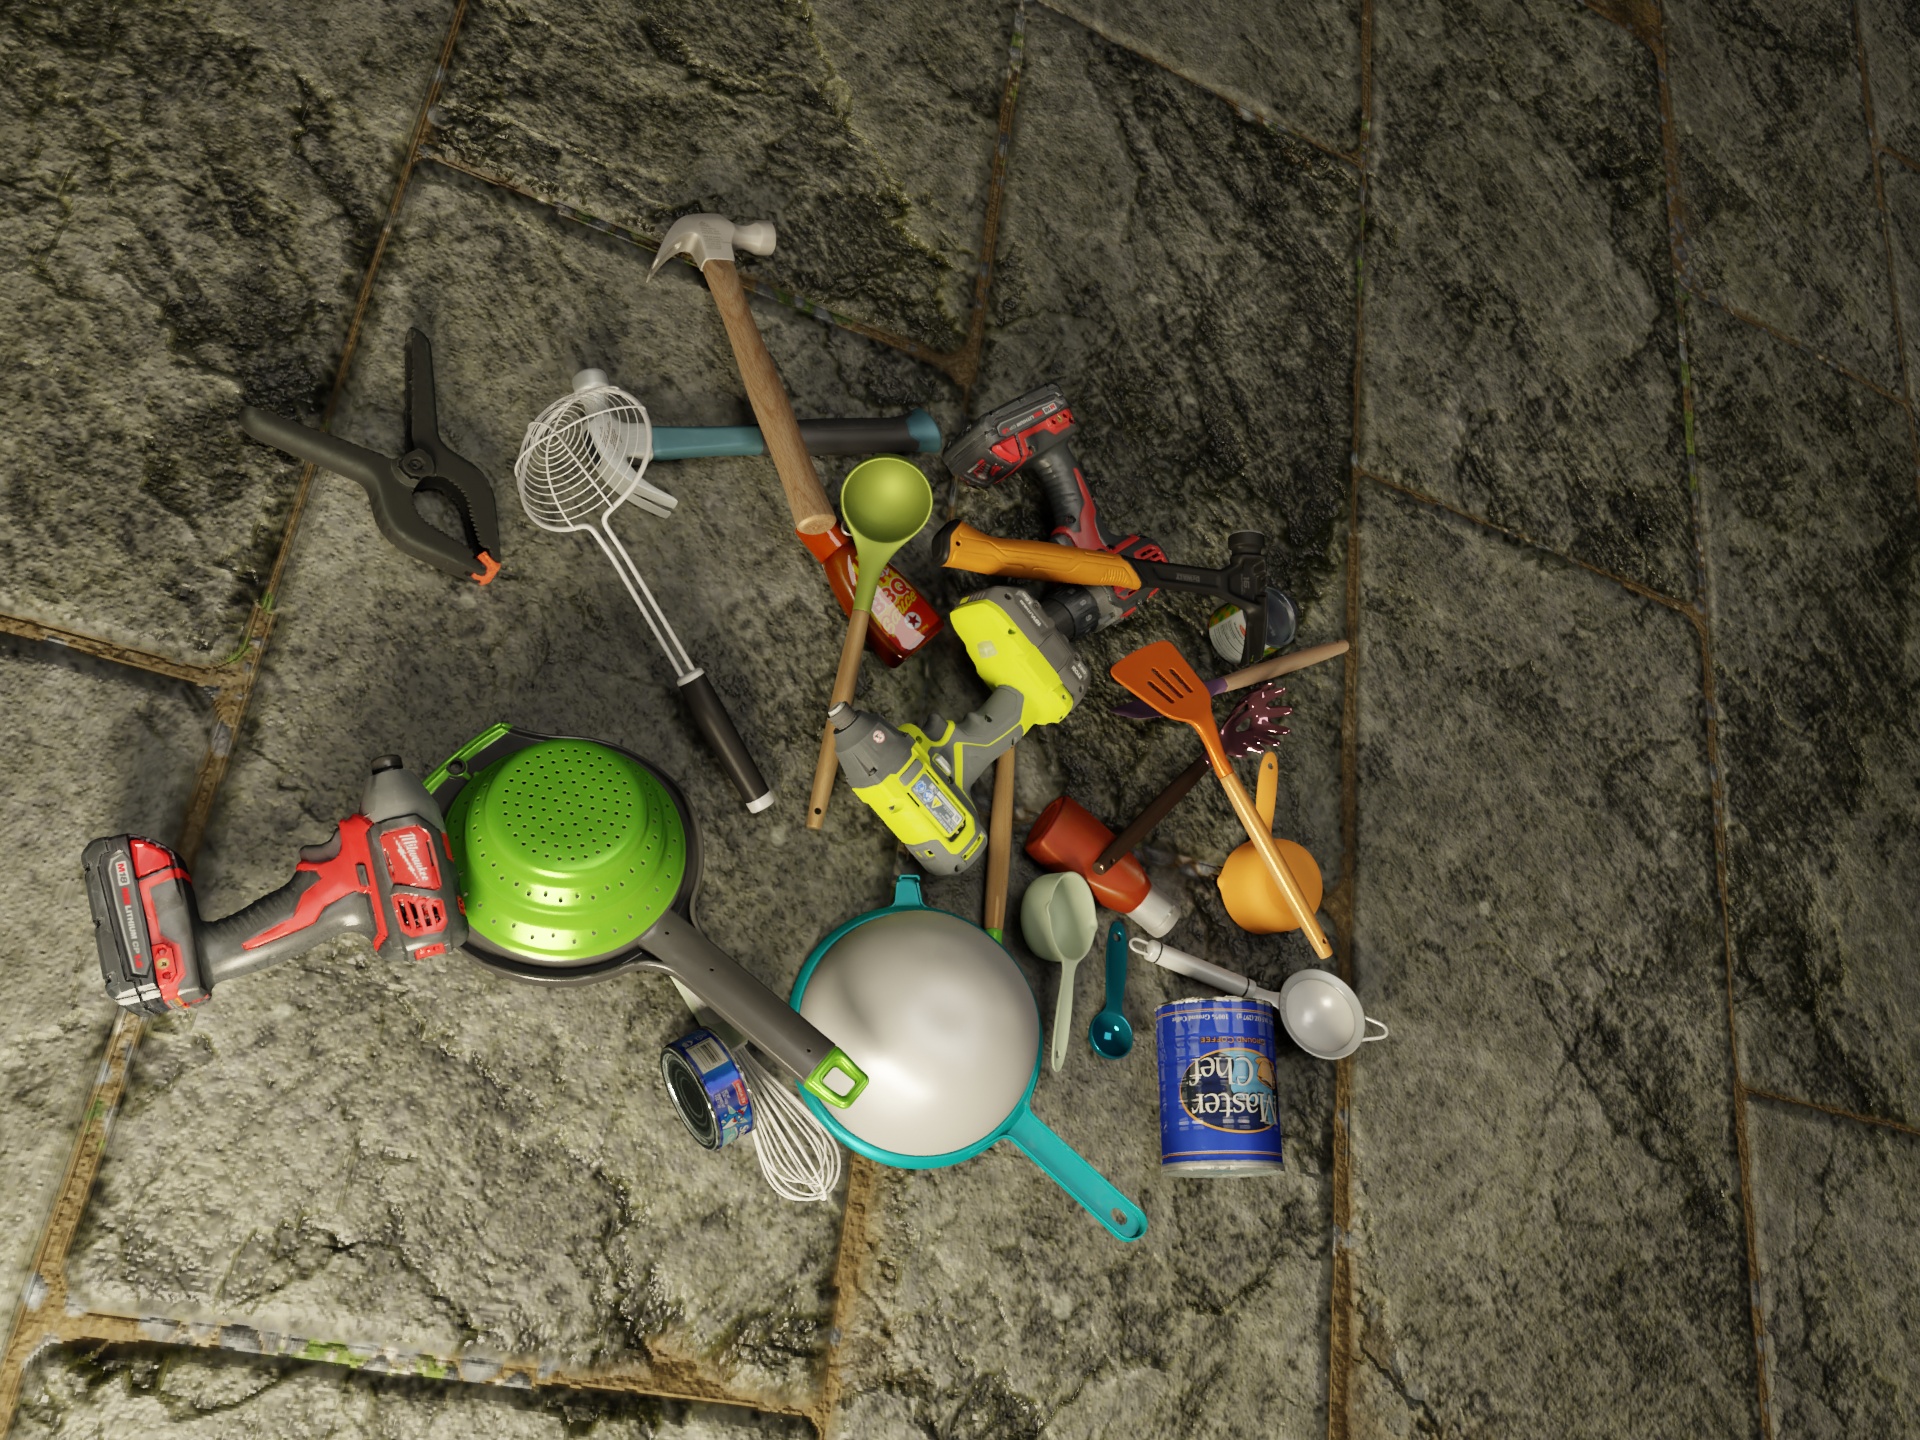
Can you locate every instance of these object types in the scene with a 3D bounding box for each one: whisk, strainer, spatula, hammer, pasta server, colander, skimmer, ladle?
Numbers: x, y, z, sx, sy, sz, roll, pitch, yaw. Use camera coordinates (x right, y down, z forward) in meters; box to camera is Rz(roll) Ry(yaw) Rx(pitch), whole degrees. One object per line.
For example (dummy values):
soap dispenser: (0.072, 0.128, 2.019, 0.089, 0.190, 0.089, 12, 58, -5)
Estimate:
whisk: (-0.167, 0.255, 1.203, 0.058, 0.059, 0.246, -30, 83, -22)
strainer: (0.023, 0.276, 1.229, 0.340, 0.095, 0.211, 41, 62, 6)
spatula: (0.274, -0.040, 1.549, 0.316, 0.060, 0.018, -17, 111, -36)
hammer: (-0.178, -0.305, 1.375, 0.130, 0.031, 0.331, -8, 66, -32)
hammer: (-0.166, -0.248, 1.394, 0.331, 0.033, 0.128, -8, 75, -30)
pasta server: (0.215, 0.054, 1.458, 0.316, 0.040, 0.060, -38, 114, -42)
strainer: (0.265, 0.245, 1.440, 0.258, 0.050, 0.087, 23, 54, -13)
colander: (-0.219, 0.130, 1.130, 0.397, 0.094, 0.204, 38, 58, 8)
spatula: (0.247, 0.072, 1.435, 0.081, 0.041, 0.322, -28, 89, -35)
skimmer: (-0.239, -0.095, 1.286, 0.363, 0.127, 0.090, 62, 15, -10)
hammer: (0.132, -0.128, 1.433, 0.336, 0.034, 0.127, 5, 78, -24)
ladle: (-0.087, -0.068, 1.322, 0.078, 0.062, 0.320, 13, 80, -6)

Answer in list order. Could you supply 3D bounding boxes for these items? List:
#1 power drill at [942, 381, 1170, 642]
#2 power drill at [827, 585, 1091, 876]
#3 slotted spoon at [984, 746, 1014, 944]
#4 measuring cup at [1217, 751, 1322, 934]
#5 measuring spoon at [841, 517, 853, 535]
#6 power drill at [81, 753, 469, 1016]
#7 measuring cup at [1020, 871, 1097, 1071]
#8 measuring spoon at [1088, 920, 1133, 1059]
power drill: (0.077, -0.179, 1.475, 0.188, 0.080, 0.226, -33, 92, -32)
power drill: (-0.002, -0.004, 1.338, 0.171, 0.080, 0.223, 51, 59, -19)
slotted spoon: (0.032, 0.155, 1.357, 0.070, 0.031, 0.314, 15, 64, -23)
measuring cup: (0.296, 0.112, 1.480, 0.095, 0.052, 0.174, 11, 79, -23)
measuring spoon: (-0.079, -0.190, 1.409, 0.034, 0.018, 0.124, 44, 39, -6)
power drill: (-0.453, 0.108, 1.063, 0.219, 0.078, 0.143, -12, 78, -20)
measuring cup: (0.076, 0.211, 1.346, 0.083, 0.038, 0.168, 26, 66, -51)
measuring spoon: (0.130, 0.236, 1.389, 0.042, 0.021, 0.129, 21, 55, -19)
